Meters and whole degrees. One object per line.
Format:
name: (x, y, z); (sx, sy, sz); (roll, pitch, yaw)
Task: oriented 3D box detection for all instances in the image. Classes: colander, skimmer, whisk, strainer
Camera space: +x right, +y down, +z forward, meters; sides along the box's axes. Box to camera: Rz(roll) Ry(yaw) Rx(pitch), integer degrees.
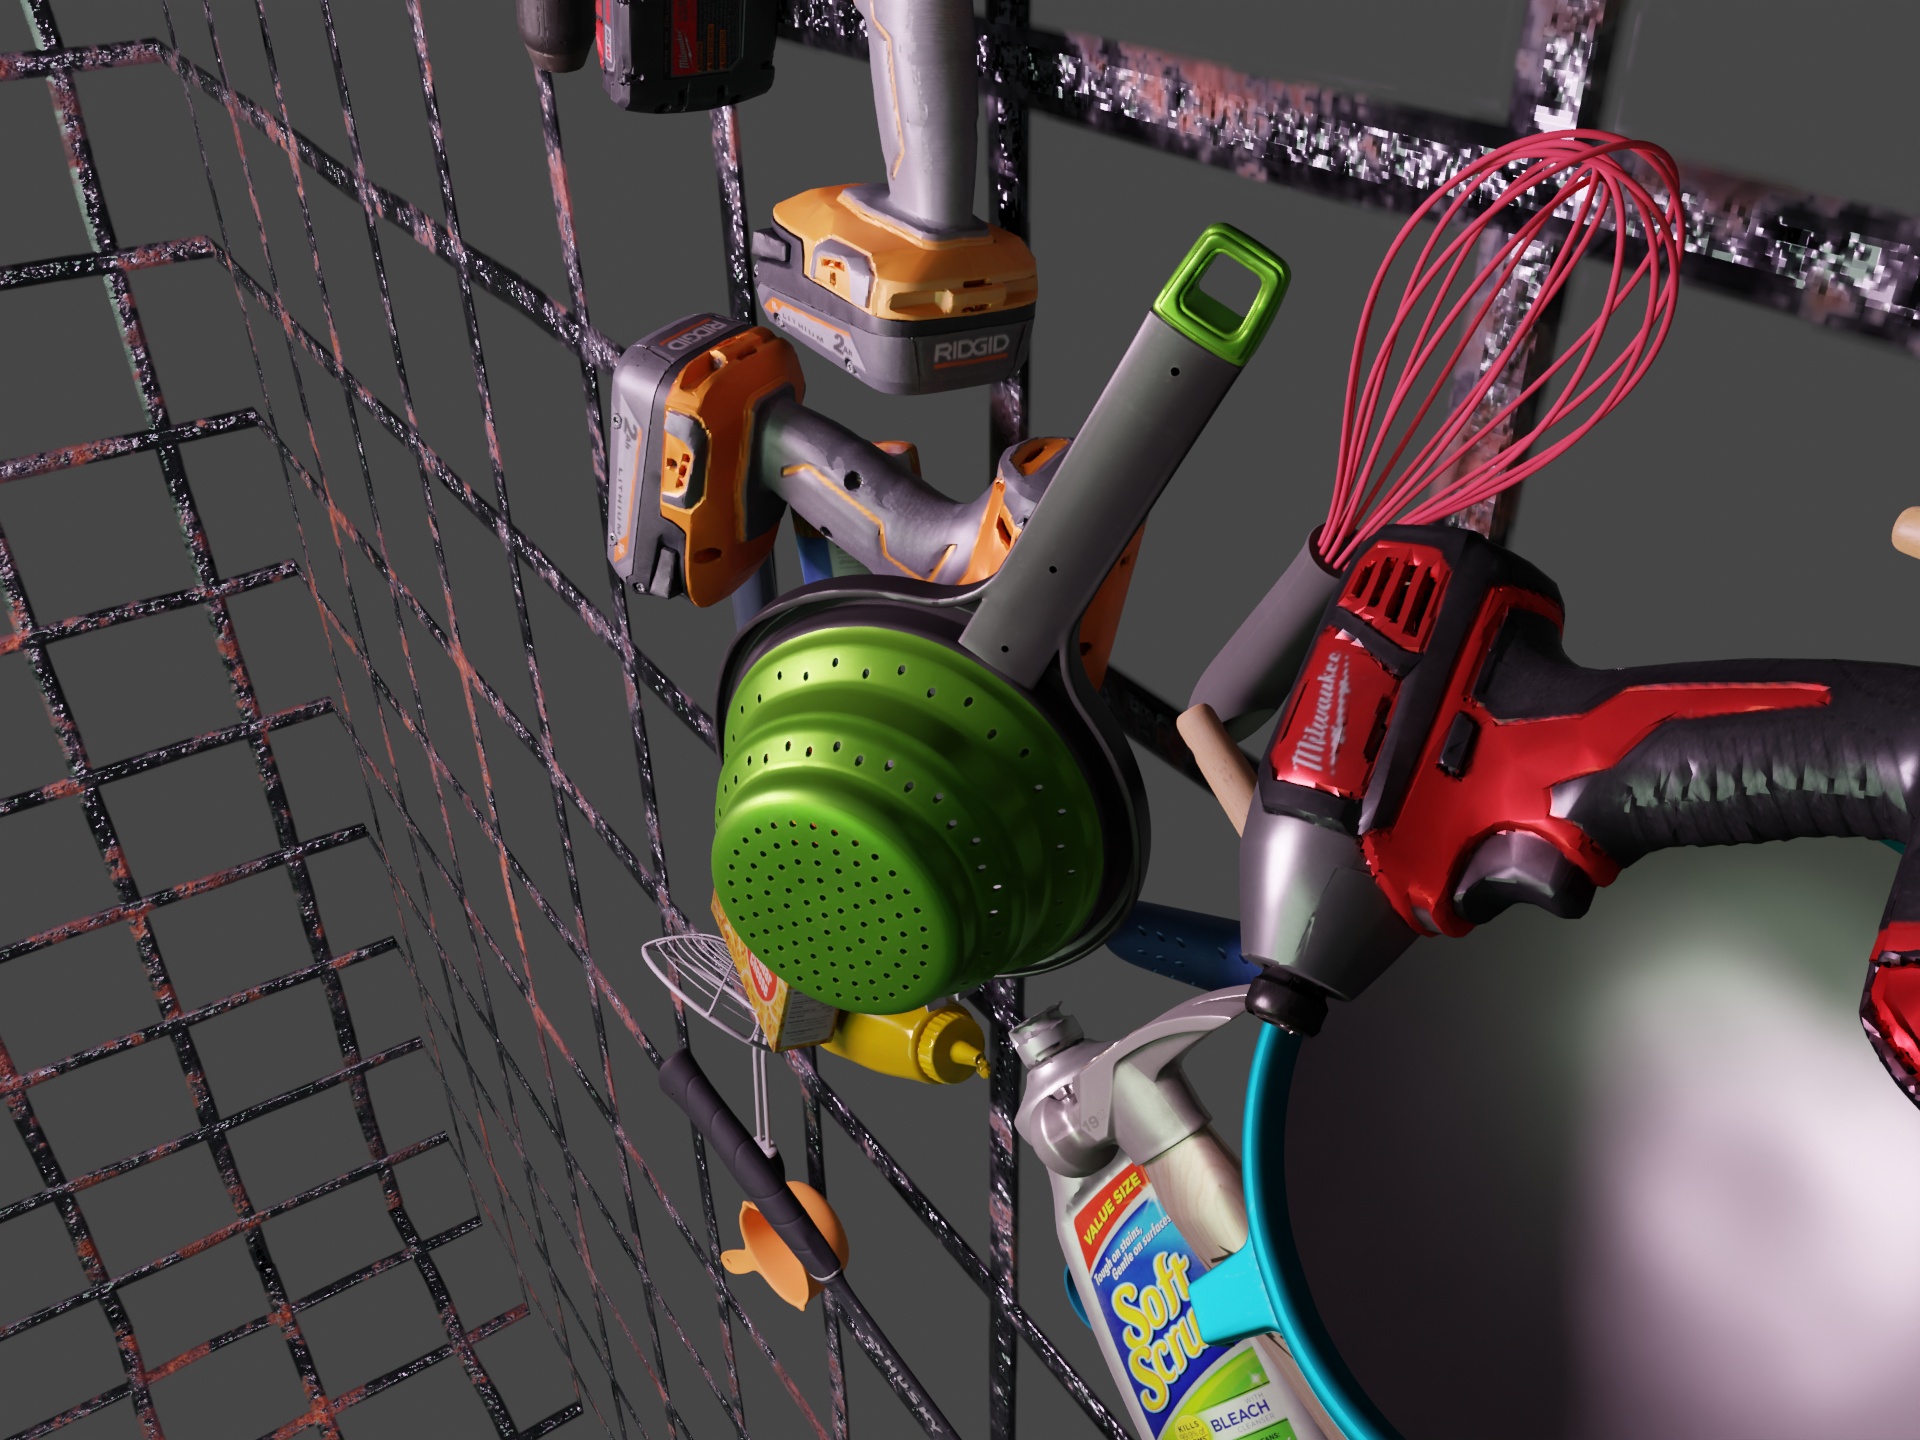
colander: (-0.001, -0.002, 0.593); (0.204, 0.094, 0.397); (34, 131, 3)
skimmer: (-0.181, 0.307, 1.242); (0.127, 0.090, 0.363); (34, 137, 37)
whisk: (0.128, -0.063, 0.496); (0.073, 0.073, 0.295); (58, 155, 19)
strainer: (0.234, 0.133, 0.381); (0.341, 0.211, 0.095); (17, 167, 43)

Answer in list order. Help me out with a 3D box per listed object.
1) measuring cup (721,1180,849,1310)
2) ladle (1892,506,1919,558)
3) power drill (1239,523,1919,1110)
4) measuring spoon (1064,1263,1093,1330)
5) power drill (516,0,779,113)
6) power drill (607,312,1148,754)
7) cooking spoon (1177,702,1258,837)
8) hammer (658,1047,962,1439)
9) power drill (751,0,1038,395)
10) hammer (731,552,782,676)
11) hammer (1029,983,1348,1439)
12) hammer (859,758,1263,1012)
measuring cup: (-0.146, 0.421, 1.285); (0.095, 0.052, 0.173); (60, 147, 5)
ladle: (0.309, 0.006, 0.257); (0.316, 0.031, 0.069); (32, 134, 51)
power drill: (0.166, 0.031, 0.378); (0.220, 0.143, 0.078); (14, 165, 47)
measuring spoon: (0.093, 0.284, 0.835); (0.042, 0.021, 0.128); (57, 140, 23)
power drill: (-0.176, -0.385, 0.795); (0.227, 0.080, 0.187); (52, 148, 34)
power drill: (-0.039, -0.067, 0.682); (0.226, 0.084, 0.164); (25, 129, 17)
cooking spoon: (0.159, 0.131, 0.526); (0.319, 0.017, 0.068); (60, -169, 13)
hammer: (-0.083, 0.401, 1.118); (0.409, 0.036, 0.149); (51, 146, 9)
power drill: (-0.034, -0.264, 0.624); (0.186, 0.084, 0.226); (41, 136, 42)
hammer: (-0.108, 0.021, 0.983); (0.143, 0.038, 0.386); (33, 135, 46)
hammer: (0.176, 0.288, 0.572); (0.411, 0.038, 0.146); (56, 140, 15)
hammer: (0.067, 0.098, 0.730); (0.406, 0.035, 0.144); (5, 112, 59)
